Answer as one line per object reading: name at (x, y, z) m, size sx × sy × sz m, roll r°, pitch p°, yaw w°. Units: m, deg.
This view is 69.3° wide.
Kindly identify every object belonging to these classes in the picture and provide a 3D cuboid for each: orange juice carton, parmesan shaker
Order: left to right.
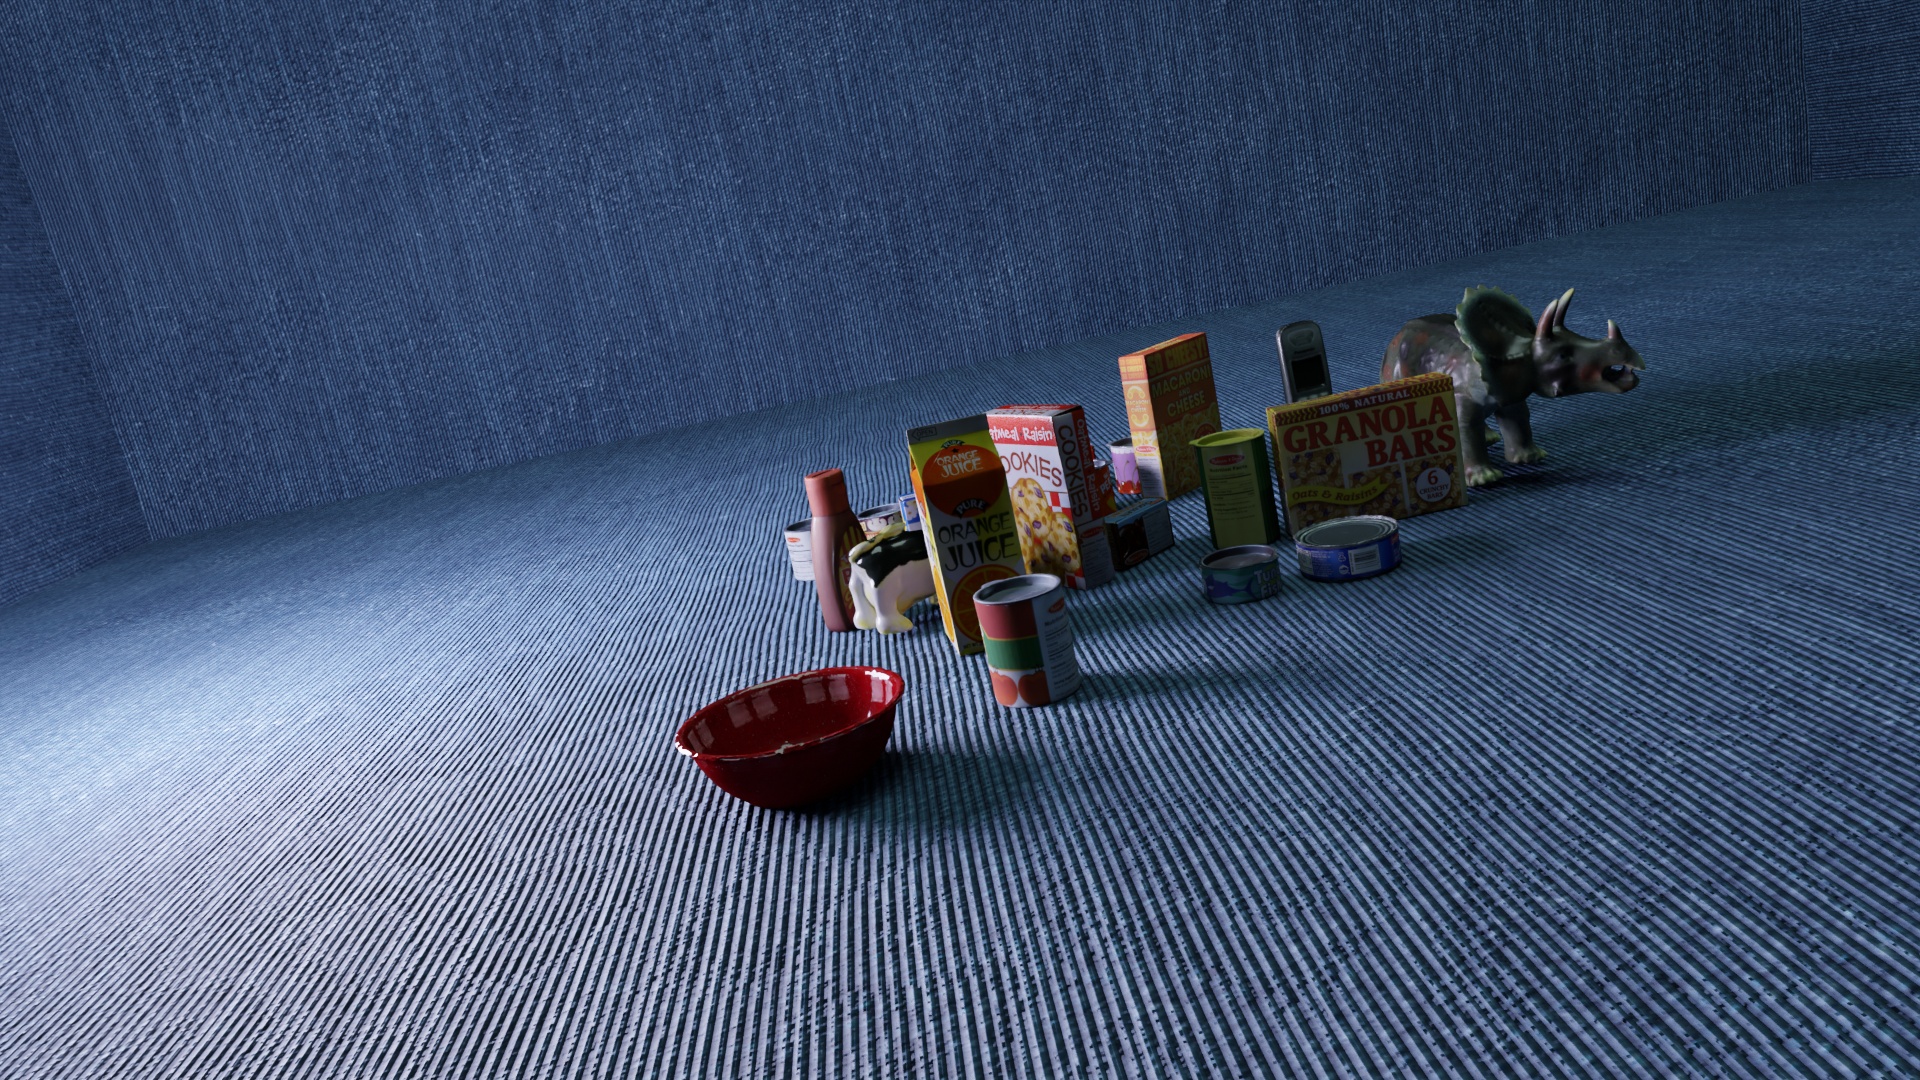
orange juice carton at (0.008, -0.008, 1.175) m, size 0.072 × 0.192 × 0.073 m, roll -14°, pitch 13°, yaw -7°
parmesan shaker at (0.259, -0.048, 1.313) m, size 0.071 × 0.102 × 0.071 m, roll -11°, pitch 13°, yaw 3°

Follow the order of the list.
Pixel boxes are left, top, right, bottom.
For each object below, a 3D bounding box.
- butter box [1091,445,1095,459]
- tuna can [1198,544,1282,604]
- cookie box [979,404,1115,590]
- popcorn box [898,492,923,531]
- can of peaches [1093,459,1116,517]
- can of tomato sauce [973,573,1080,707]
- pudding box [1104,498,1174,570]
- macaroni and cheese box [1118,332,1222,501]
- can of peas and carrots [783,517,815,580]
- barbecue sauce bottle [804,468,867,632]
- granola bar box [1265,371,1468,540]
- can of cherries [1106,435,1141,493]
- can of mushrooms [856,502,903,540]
butter box at (0.115, -0.080, 1.681) m, size 0.103 × 0.053 × 0.024 m, roll -10°, pitch 13°, yaw 10°
tuna can at (0.238, 0.028, 1.167) m, size 0.071 × 0.032 × 0.071 m, roll -11°, pitch 13°, yaw 3°
cookie box at (0.080, -0.044, 1.311) m, size 0.040 × 0.167 × 0.123 m, roll -20°, pitch 15°, yaw -30°
popcorn box at (0.005, -0.018, 1.450) m, size 0.127 × 0.085 × 0.038 m, roll -14°, pitch 13°, yaw -8°
can of peaches at (0.139, -0.054, 1.542) m, size 0.071 × 0.058 × 0.071 m, roll -11°, pitch 13°, yaw 3°
can of tomato sauce at (0.049, 0.074, 1.035) m, size 0.071 × 0.083 × 0.071 m, roll -11°, pitch 13°, yaw 3°
pudding box at (0.168, -0.007, 1.337) m, size 0.030 × 0.049 × 0.084 m, roll 1°, pitch 19°, yaw 46°
macaroni and cheese box at (0.242, -0.140, 1.573) m, size 0.040 × 0.166 × 0.124 m, roll 1°, pitch 18°, yaw 45°
can of peas and carrots at (-0.156, 0.007, 1.546) m, size 0.071 × 0.058 × 0.071 m, roll -11°, pitch 13°, yaw 3°
barbecue sauce bottle at (-0.114, 0.008, 1.310) m, size 0.043 × 0.148 × 0.065 m, roll -1°, pitch 17°, yaw 40°
granola bar box at (0.376, -0.078, 1.289) m, size 0.166 × 0.124 × 0.039 m, roll -12°, pitch 13°, yaw 1°
can of cherries at (0.210, -0.090, 1.627) m, size 0.071 × 0.058 × 0.071 m, roll -11°, pitch 13°, yaw 3°
can of mushrooms at (-0.092, -0.021, 1.658) m, size 0.071 × 0.033 × 0.071 m, roll -11°, pitch 13°, yaw 3°
